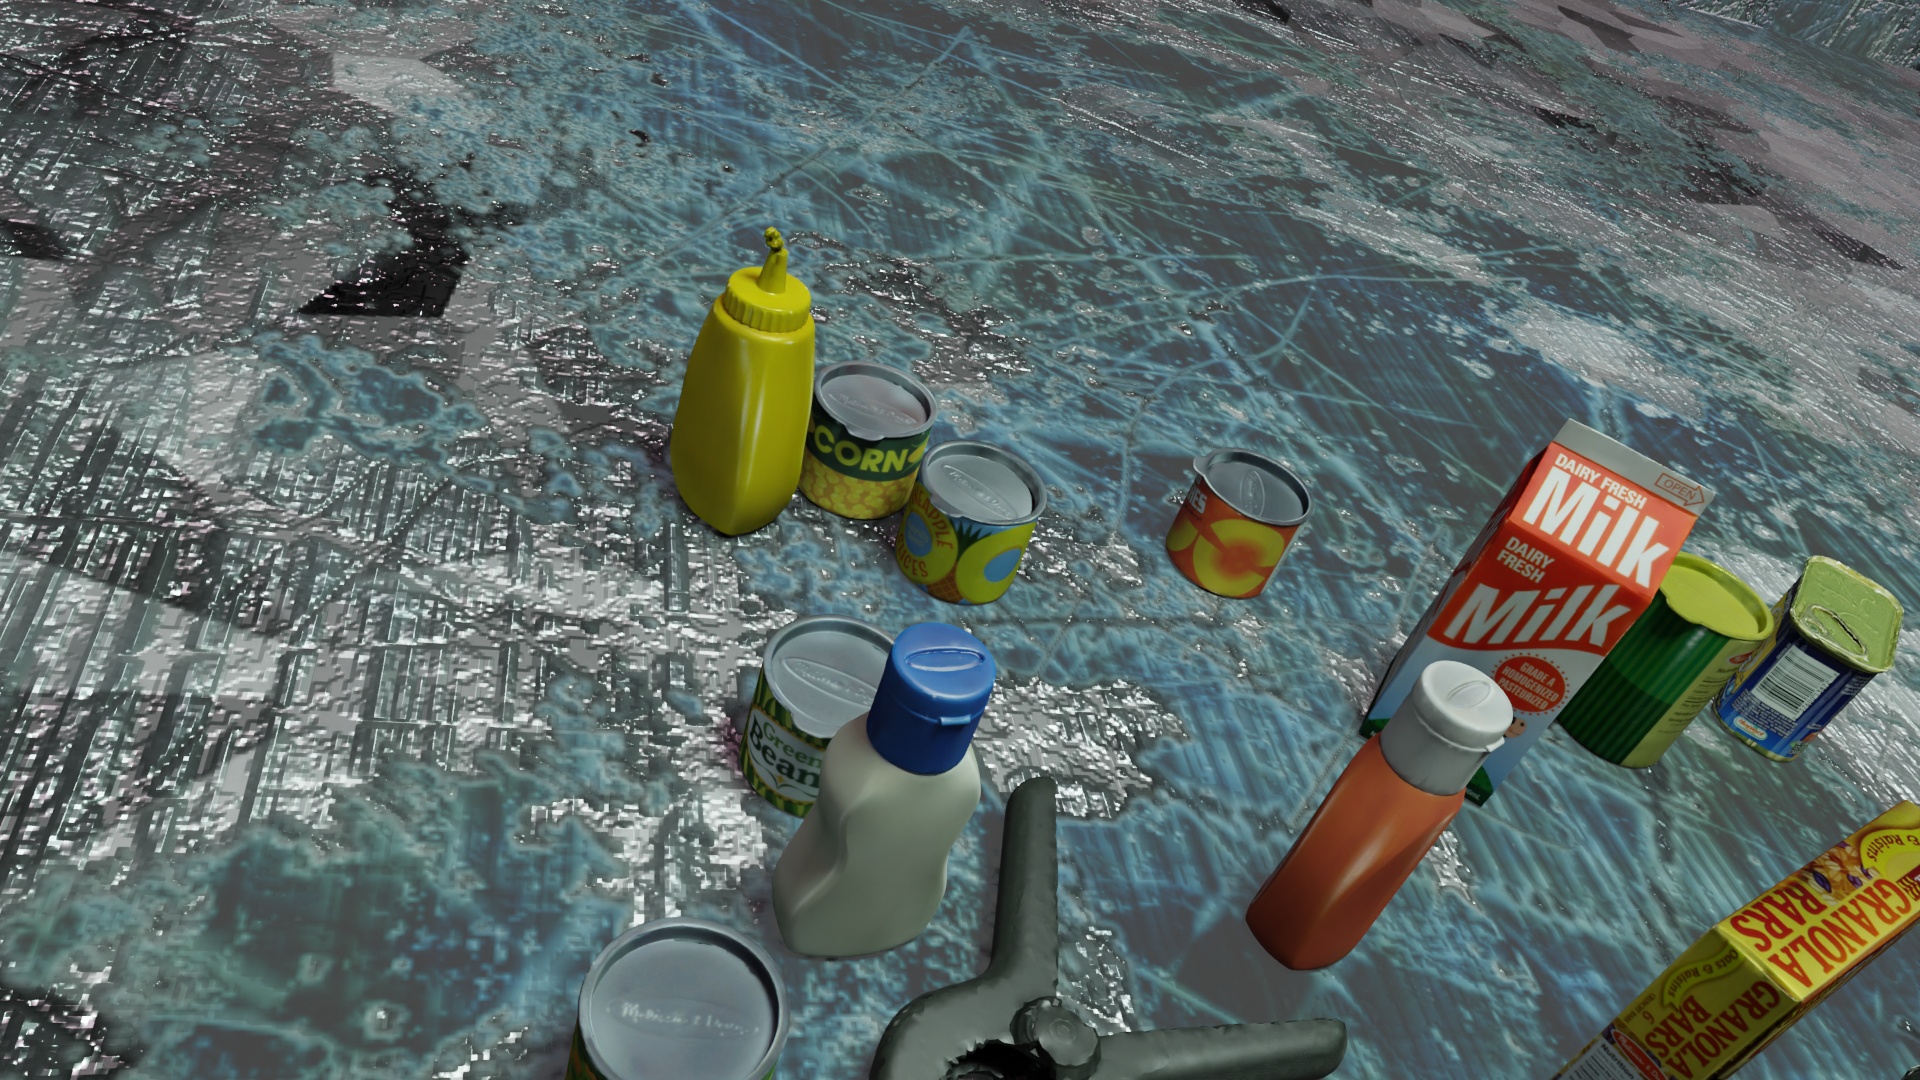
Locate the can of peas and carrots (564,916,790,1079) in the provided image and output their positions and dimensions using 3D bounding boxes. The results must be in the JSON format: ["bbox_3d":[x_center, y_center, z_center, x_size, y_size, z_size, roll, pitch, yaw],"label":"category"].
[{"bbox_3d":[-0.093,0.168,0.449,0.071,0.058,0.071,12,38,-10],"label":"can of peas and carrots"}]

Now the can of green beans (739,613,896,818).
[{"bbox_3d":[-0.055,0.074,0.582,0.071,0.057,0.071,12,38,-10],"label":"can of green beans"}]

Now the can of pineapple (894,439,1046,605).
[{"bbox_3d":[0.003,-0.009,0.708,0.071,0.057,0.071,12,38,-10],"label":"can of pineapple"}]

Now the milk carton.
[{"bbox_3d":[0.275,0.032,0.672,0.072,0.189,0.074,31,39,14],"label":"milk carton"}]

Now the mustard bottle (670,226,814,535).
[{"bbox_3d":[-0.099,-0.078,0.664,0.065,0.159,0.049,41,42,25],"label":"mustard bottle"}]

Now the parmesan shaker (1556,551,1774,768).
[{"bbox_3d":[0.371,0.065,0.745,0.071,0.102,0.072,12,38,-10],"label":"parmesan shaker"}]

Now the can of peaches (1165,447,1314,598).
[{"bbox_3d":[0.153,-0.010,0.776,0.071,0.057,0.071,12,38,-10],"label":"can of peaches"}]

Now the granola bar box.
[{"bbox_3d":[0.330,0.180,0.570,0.166,0.123,0.039,-12,48,-35],"label":"granola bar box"}]

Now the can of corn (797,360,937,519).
[{"bbox_3d":[-0.052,-0.052,0.735,0.071,0.058,0.071,12,38,-10],"label":"can of corn"}]

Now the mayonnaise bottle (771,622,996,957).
[{"bbox_3d":[-0.025,0.093,0.499,0.065,0.147,0.041,-1,42,-25],"label":"mayonnaise bottle"}]

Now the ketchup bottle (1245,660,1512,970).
[{"bbox_3d":[0.170,0.112,0.561,0.065,0.148,0.043,-17,51,-38],"label":"ketchup bottle"}]
